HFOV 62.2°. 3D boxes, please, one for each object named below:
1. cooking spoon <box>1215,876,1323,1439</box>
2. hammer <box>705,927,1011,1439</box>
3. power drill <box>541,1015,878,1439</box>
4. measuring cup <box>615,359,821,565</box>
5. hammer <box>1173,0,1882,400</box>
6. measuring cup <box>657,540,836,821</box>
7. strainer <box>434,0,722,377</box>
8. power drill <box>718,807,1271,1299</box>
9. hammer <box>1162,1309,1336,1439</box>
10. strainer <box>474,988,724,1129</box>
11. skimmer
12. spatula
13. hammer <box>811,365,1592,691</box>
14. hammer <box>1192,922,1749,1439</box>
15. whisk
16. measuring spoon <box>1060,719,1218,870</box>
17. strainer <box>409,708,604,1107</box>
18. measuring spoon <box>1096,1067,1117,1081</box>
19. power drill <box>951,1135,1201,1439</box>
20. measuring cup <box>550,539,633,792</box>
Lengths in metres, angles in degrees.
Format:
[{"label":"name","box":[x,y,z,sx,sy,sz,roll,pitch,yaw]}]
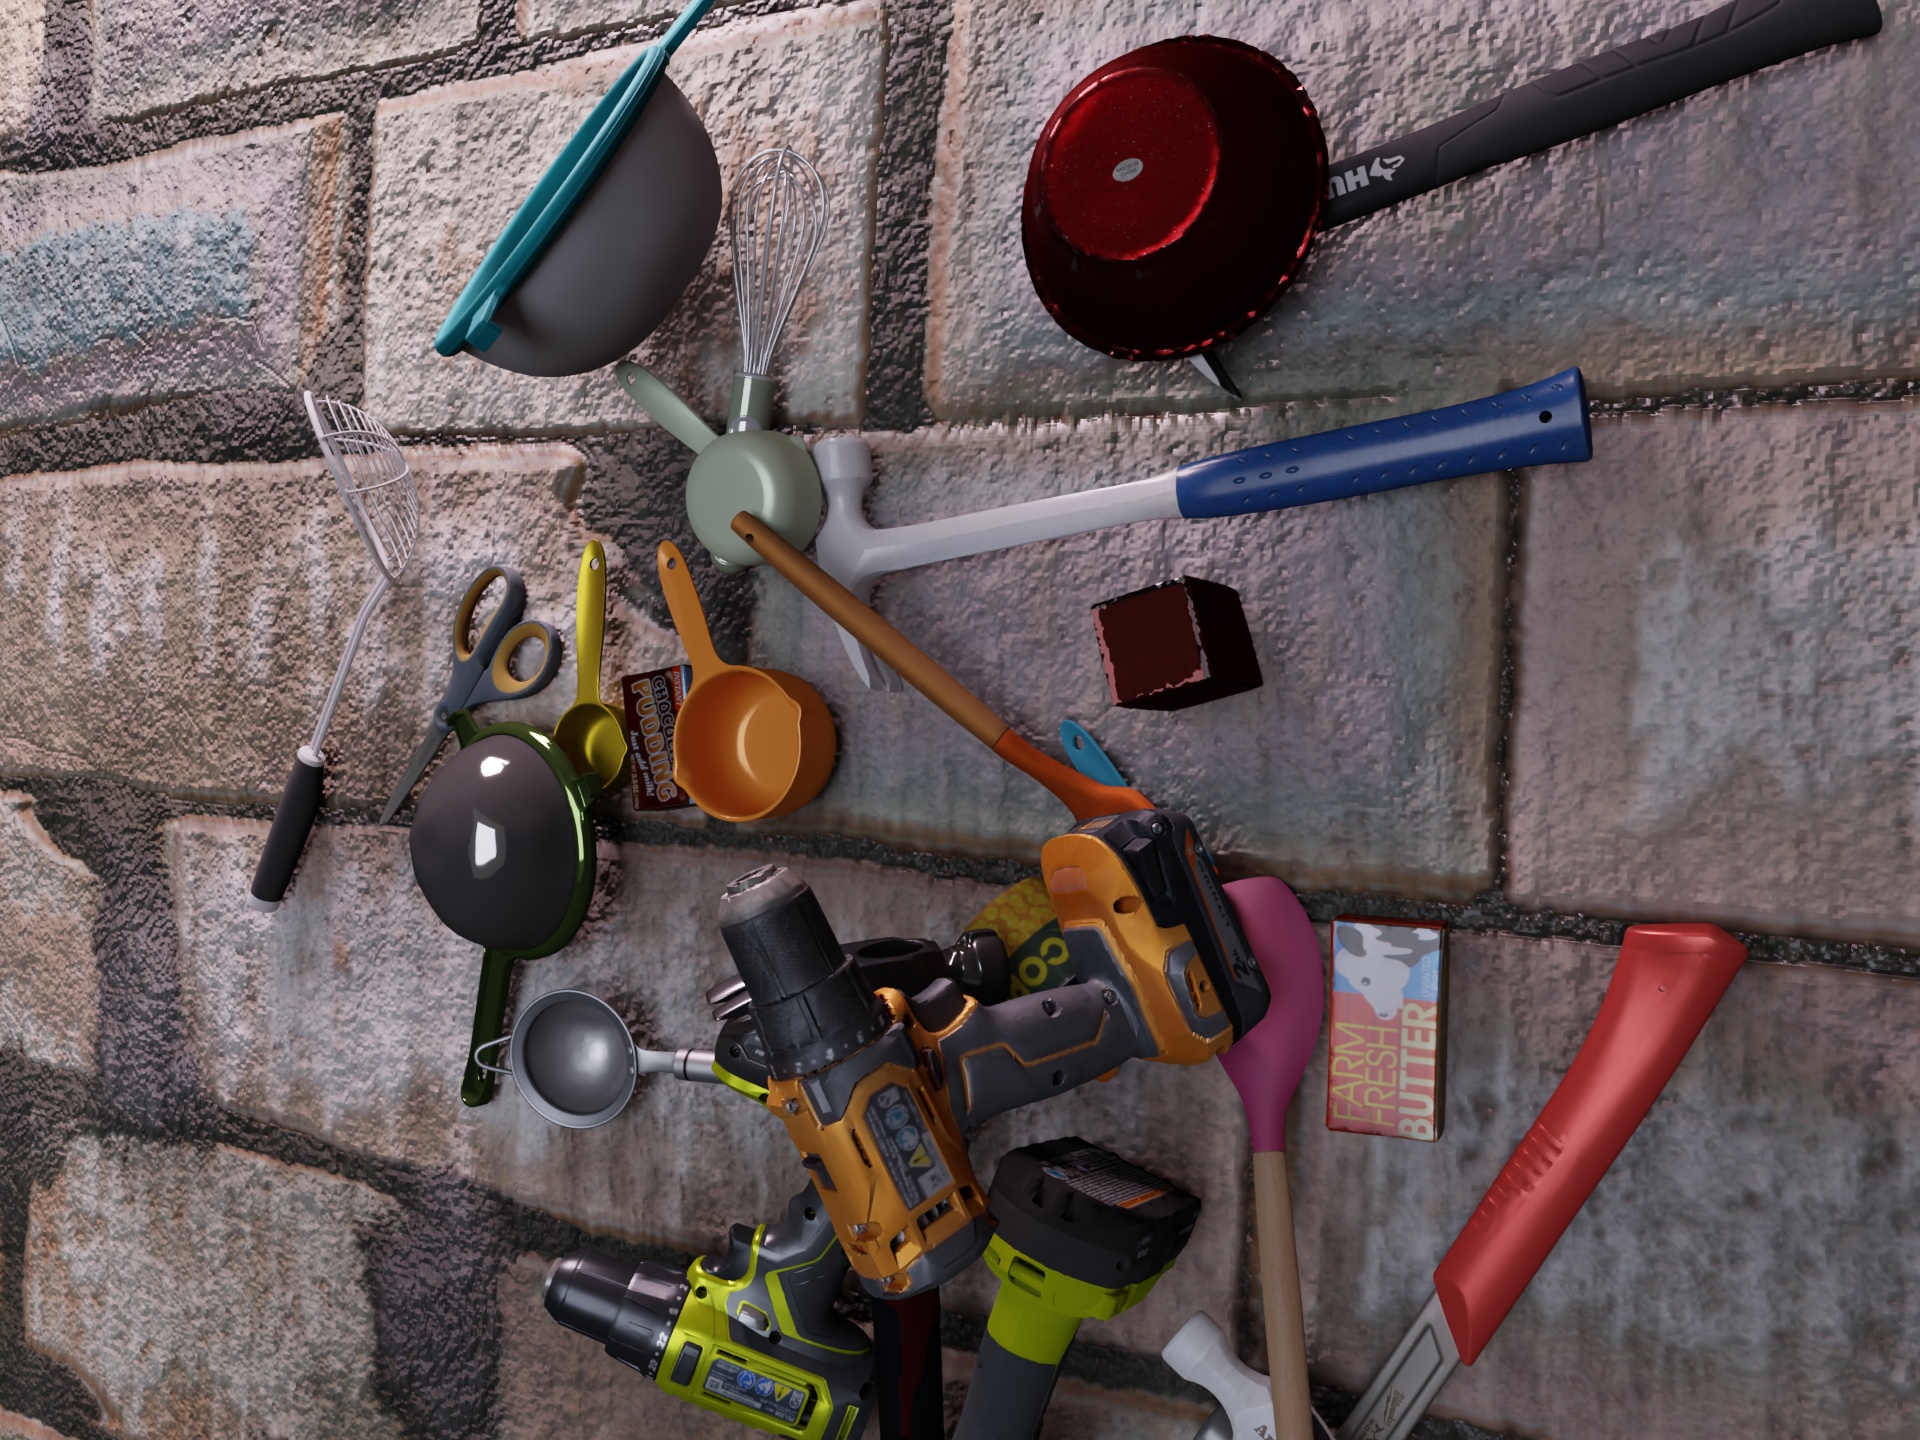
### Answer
[{"label":"cooking spoon","box":[0.146,0.227,0.740,0.069,0.017,0.319,-15,65,31]},{"label":"hammer","box":[-0.043,0.295,0.803,0.038,0.143,0.386,-138,44,-67]},{"label":"power drill","box":[-0.109,0.267,0.862,0.190,0.080,0.228,21,99,1]},{"label":"measuring cup","box":[-0.150,-0.153,0.897,0.168,0.038,0.083,43,116,17]},{"label":"hammer","box":[0.236,-0.263,0.737,0.335,0.035,0.146,-14,82,27]},{"label":"measuring cup","box":[-0.130,-0.025,0.919,0.095,0.052,0.174,-29,75,25]},{"label":"strainer","box":[-0.166,-0.323,0.916,0.340,0.095,0.211,-54,25,-3]},{"label":"power drill","box":[0.012,0.115,0.704,0.084,0.226,0.185,-18,99,60]},{"label":"hammer","box":[0.081,0.449,0.789,0.128,0.033,0.331,40,114,23]},{"label":"strainer","box":[-0.168,0.204,0.943,0.258,0.050,0.087,0,96,22]},{"label":"skimmer","box":[-0.445,-0.036,1.063,0.363,0.090,0.127,-65,32,15]},{"label":"spatula","box":[-0.001,-0.003,0.825,0.323,0.041,0.081,40,127,8]},{"label":"hammer","box":[0.103,-0.107,0.805,0.405,0.035,0.144,-8,86,27]},{"label":"hammer","box":[0.251,0.250,0.722,0.149,0.036,0.359,34,105,24]},{"label":"whisk","box":[-0.117,-0.206,0.918,0.058,0.059,0.246,9,99,0]},{"label":"measuring spoon","box":[0.093,0.047,0.822,0.129,0.021,0.042,55,132,27]},{"label":"strainer","box":[-0.305,0.128,0.986,0.152,0.069,0.256,21,106,36]},{"label":"measuring spoon","box":[0.097,0.140,0.808,0.117,0.011,0.021,-56,36,22]},{"label":"power drill","box":[0.034,0.324,0.773,0.080,0.171,0.223,21,91,26]},{"label":"measuring cup","box":[-0.220,-0.032,0.981,0.062,0.029,0.156,-1,86,28]}]
